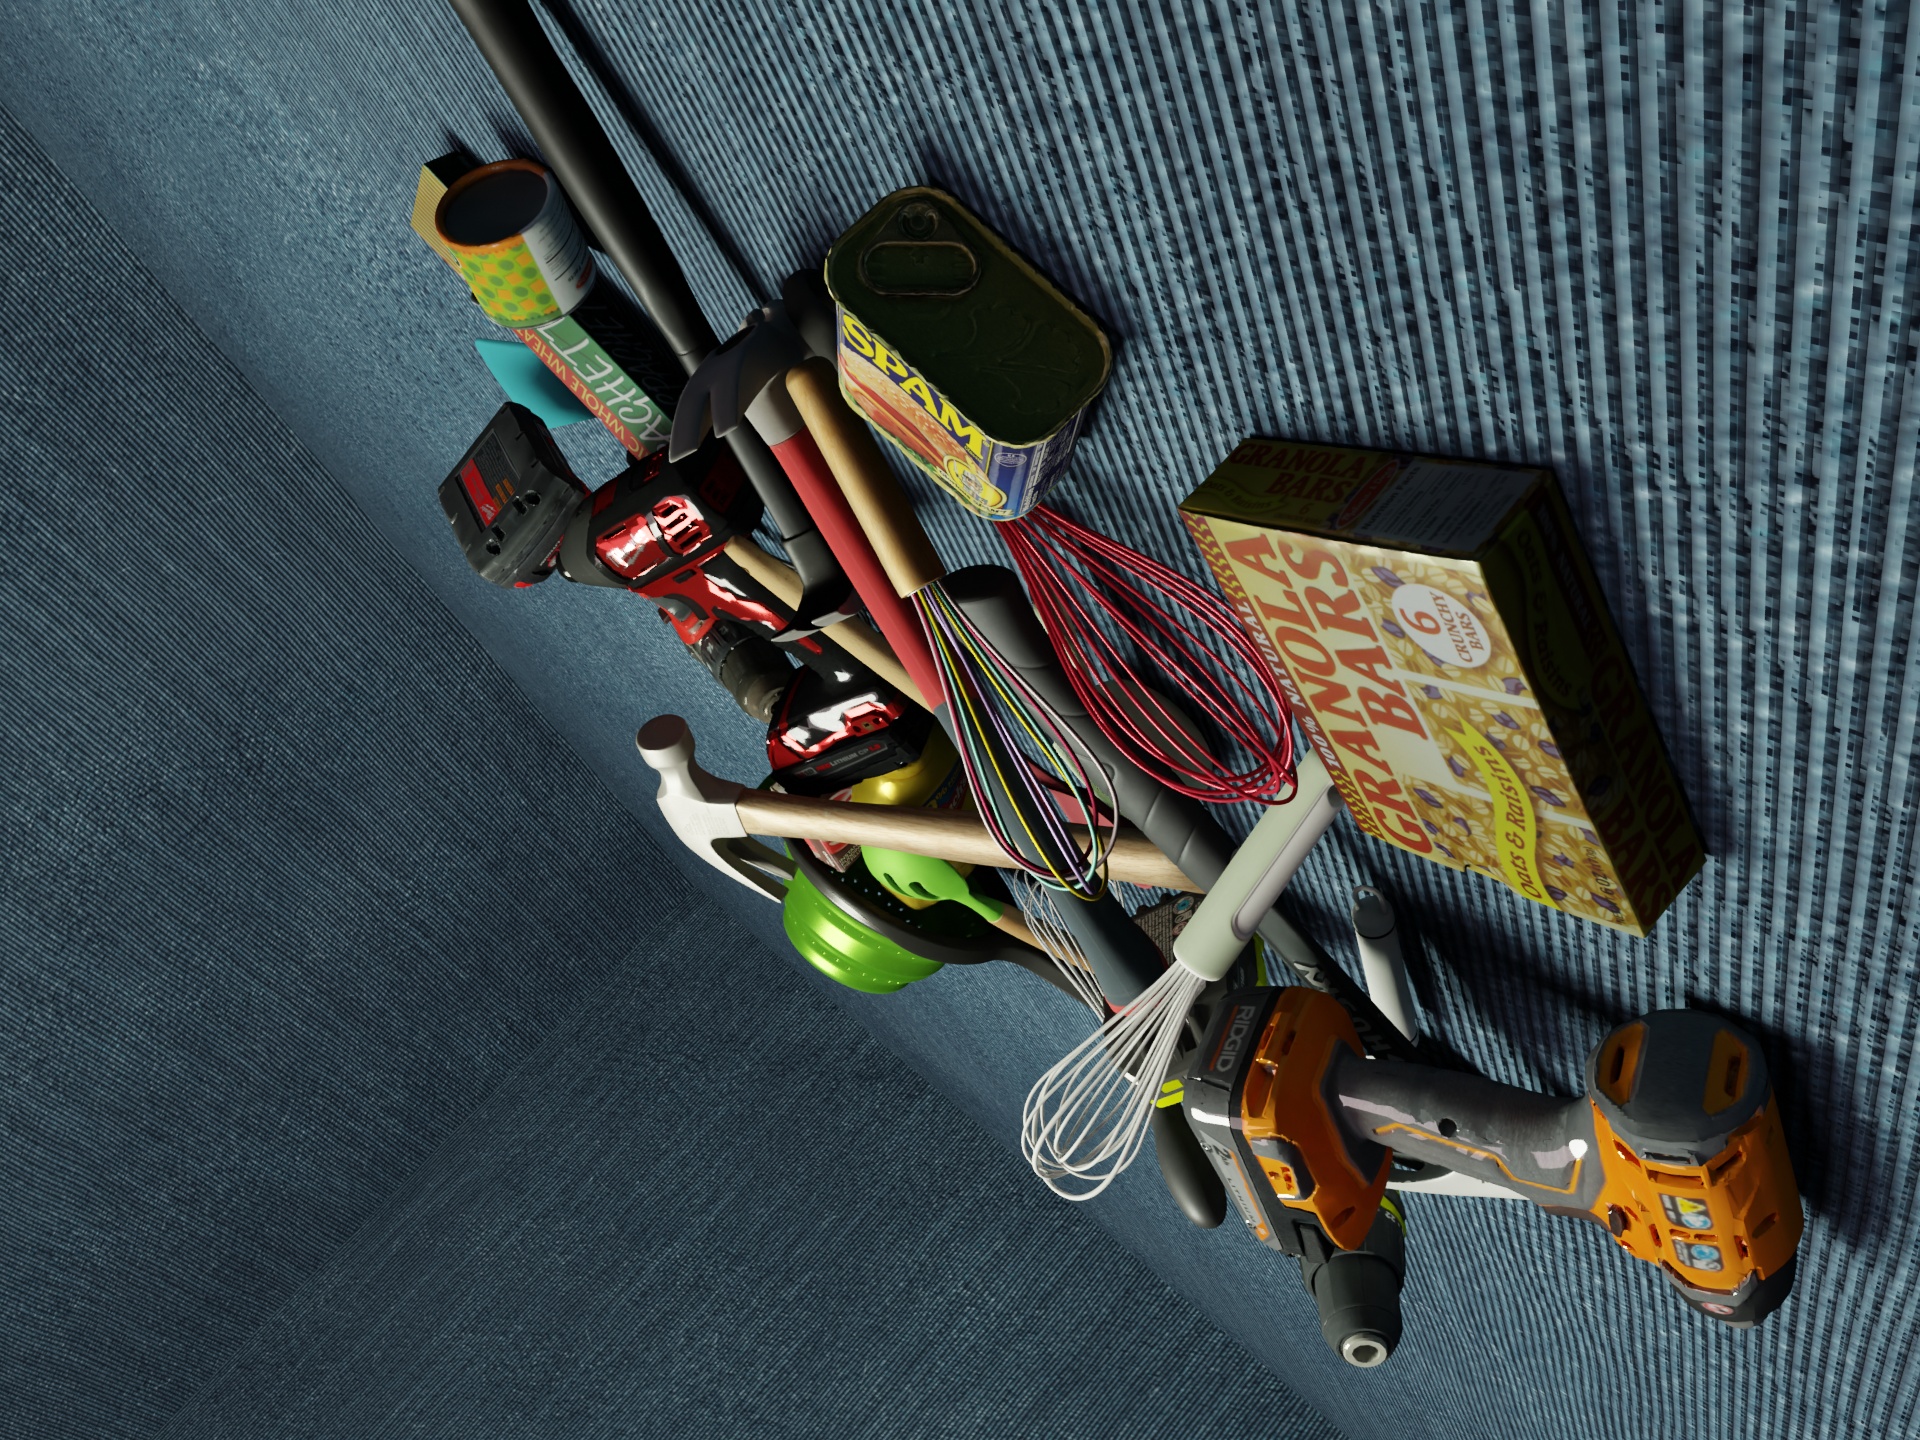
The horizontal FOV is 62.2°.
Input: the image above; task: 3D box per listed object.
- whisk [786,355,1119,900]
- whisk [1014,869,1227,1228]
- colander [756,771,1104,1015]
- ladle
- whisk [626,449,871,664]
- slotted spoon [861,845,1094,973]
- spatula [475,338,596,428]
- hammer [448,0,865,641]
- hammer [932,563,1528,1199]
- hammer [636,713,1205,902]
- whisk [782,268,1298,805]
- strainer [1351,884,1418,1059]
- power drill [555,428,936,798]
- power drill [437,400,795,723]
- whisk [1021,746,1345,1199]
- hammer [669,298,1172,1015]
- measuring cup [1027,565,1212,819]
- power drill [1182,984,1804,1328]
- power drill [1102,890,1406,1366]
[{"bbox_3d":[-0.003,-0.035,0.642,0.245,0.047,0.051,61,148,-2],"label":"whisk"},{"bbox_3d":[0.097,0.178,0.948,0.070,0.070,0.285,59,-174,-44],"label":"whisk"},{"bbox_3d":[0.004,0.180,1.191,0.397,0.094,0.204,32,-161,2],"label":"colander"},{"bbox_3d":[-0.001,-0.003,0.863,0.315,0.031,0.069,37,169,-23],"label":"ladle"},{"bbox_3d":[-0.140,-0.107,1.017,0.239,0.055,0.055,43,166,22],"label":"whisk"},{"bbox_3d":[0.039,0.136,1.070,0.070,0.031,0.313,3,160,41],"label":"slotted spoon"},{"bbox_3d":[-0.175,-0.165,0.957,0.318,0.044,0.082,32,161,34],"label":"spatula"},{"bbox_3d":[-0.129,-0.183,0.714,0.334,0.035,0.146,60,-164,-29],"label":"hammer"},{"bbox_3d":[0.131,0.083,0.724,0.408,0.036,0.149,46,143,-13],"label":"hammer"},{"bbox_3d":[-0.020,0.064,0.898,0.331,0.031,0.129,5,137,21],"label":"hammer"},{"bbox_3d":[0.029,-0.076,0.638,0.296,0.073,0.073,47,166,9],"label":"whisk"},{"bbox_3d":[0.220,0.164,0.803,0.087,0.050,0.258,13,143,34],"label":"strainer"},{"bbox_3d":[-0.120,-0.057,0.894,0.143,0.079,0.219,-20,127,38],"label":"power drill"},{"bbox_3d":[-0.204,-0.090,1.016,0.226,0.080,0.188,31,-166,-44],"label":"power drill"},{"bbox_3d":[0.097,0.109,0.677,0.057,0.246,0.059,13,-153,-38],"label":"whisk"},{"bbox_3d":[-0.002,-0.001,0.725,0.386,0.038,0.143,58,-159,-23],"label":"hammer"},{"bbox_3d":[0.070,-0.017,0.732,0.083,0.038,0.167,24,150,43],"label":"measuring cup"},{"bbox_3d":[0.225,0.187,0.664,0.226,0.084,0.164,-3,131,37],"label":"power drill"},{"bbox_3d":[0.170,0.216,0.865,0.228,0.080,0.191,52,-157,-21],"label":"power drill"}]
